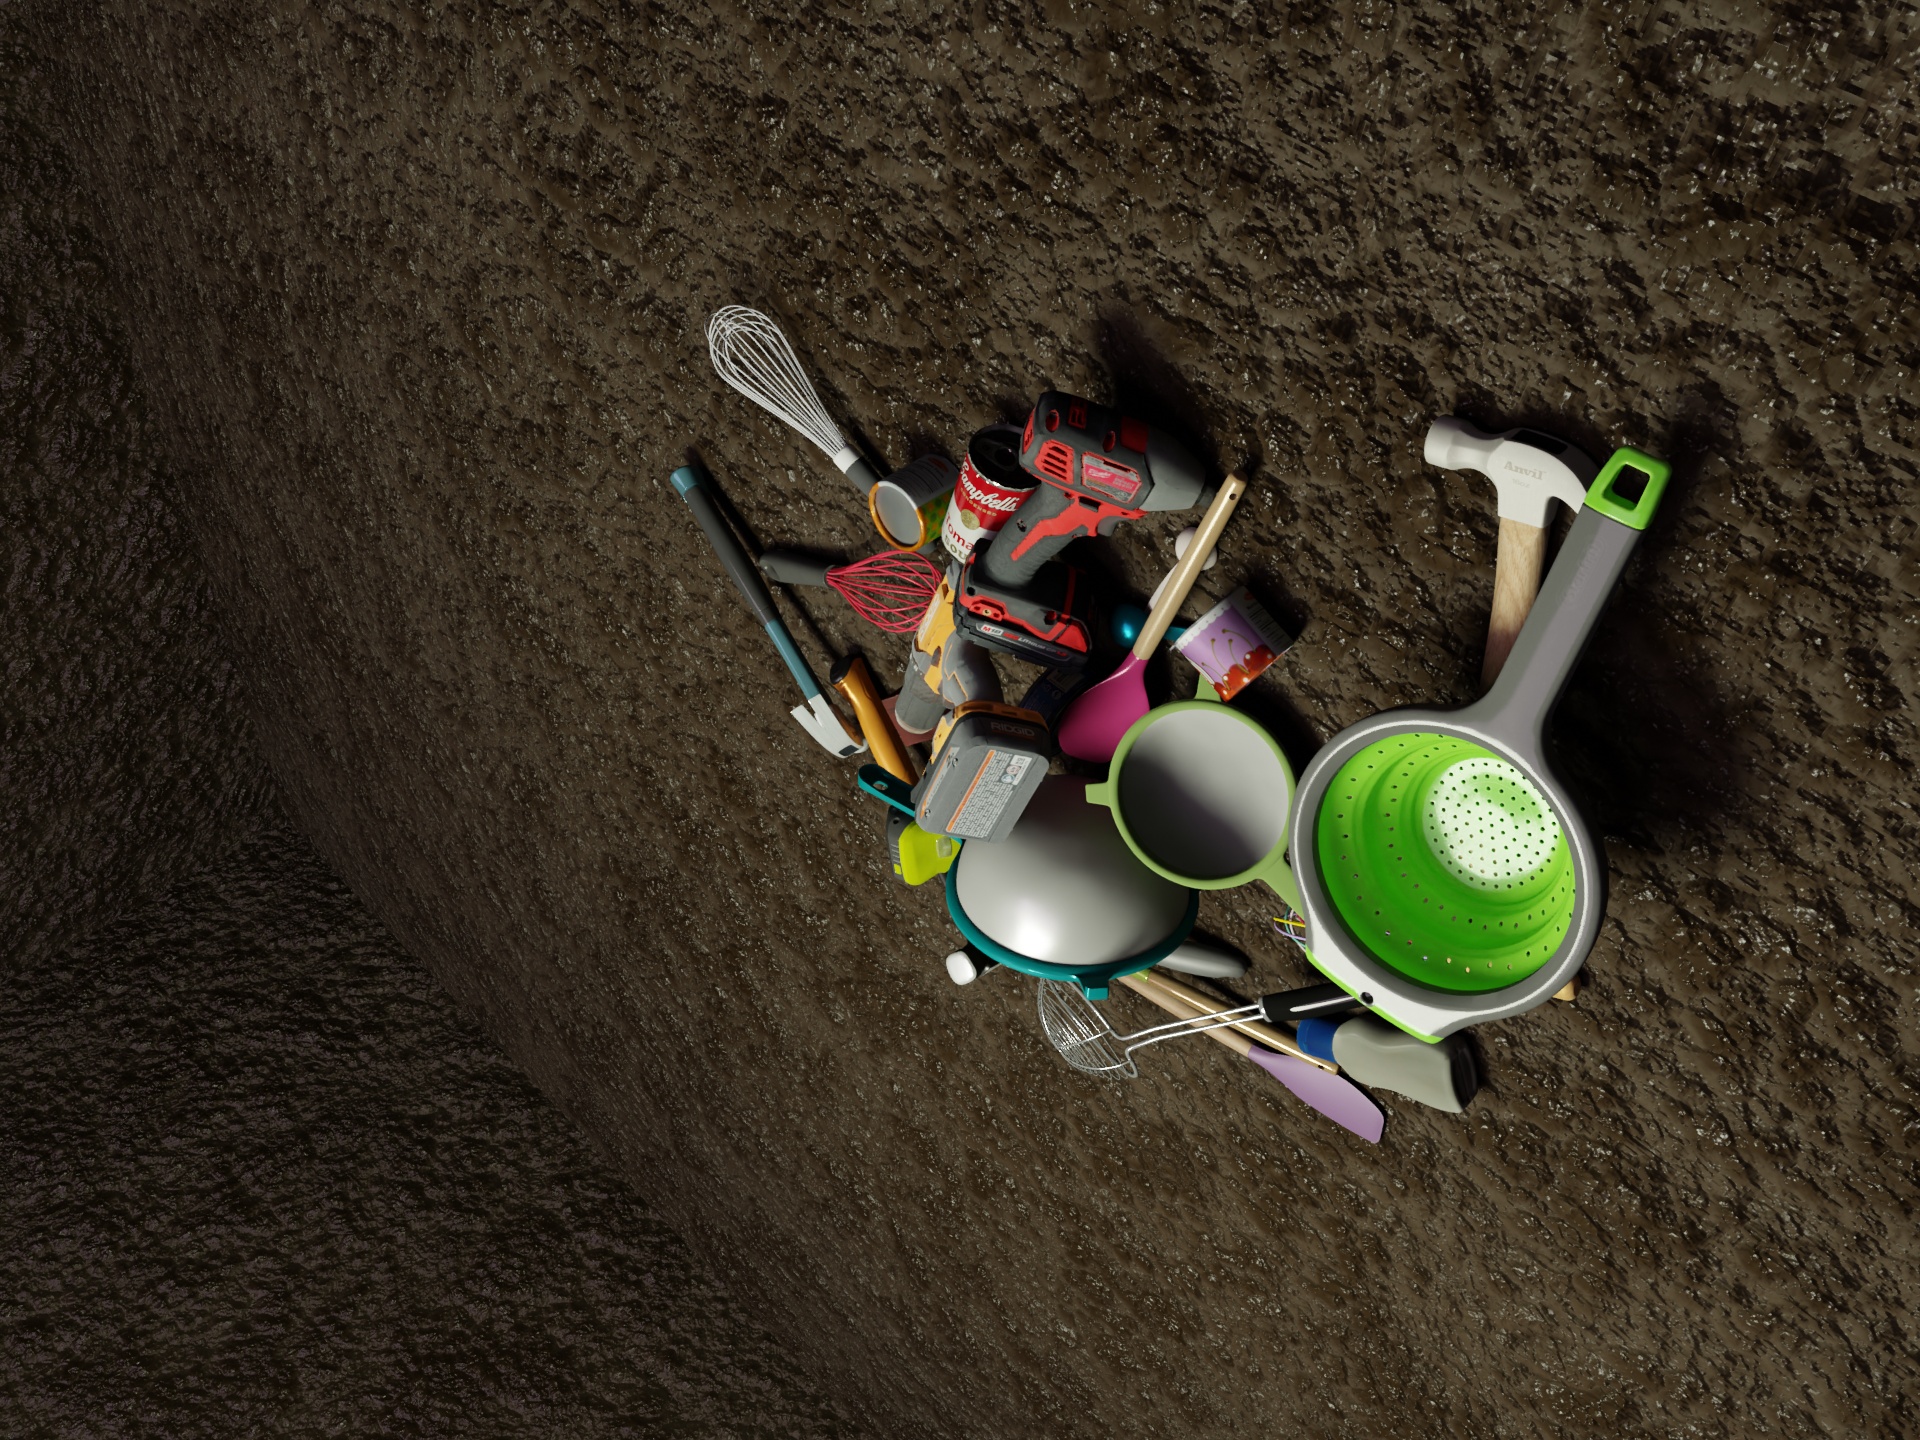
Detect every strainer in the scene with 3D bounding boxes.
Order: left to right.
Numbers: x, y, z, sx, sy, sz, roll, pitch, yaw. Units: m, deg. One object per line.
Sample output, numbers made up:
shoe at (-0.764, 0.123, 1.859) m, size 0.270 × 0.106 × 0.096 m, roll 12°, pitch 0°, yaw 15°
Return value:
strainer at (0.044, 0.084, 1.335) m, size 0.341 × 0.211 × 0.095 m, roll 27°, pitch 133°, yaw 30°
strainer at (0.232, 0.089, 1.229) m, size 0.256 × 0.069 × 0.151 m, roll 47°, pitch 117°, yaw 7°

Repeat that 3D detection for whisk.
whisk at (-0.119, -0.253, 1.388) m, size 0.284 × 0.070 × 0.070 m, roll 47°, pitch 147°, yaw 1°
whisk at (-0.107, -0.130, 1.478) m, size 0.296 × 0.073 × 0.073 m, roll 17°, pitch 132°, yaw 51°
whisk at (0.139, 0.196, 1.421) m, size 0.239 × 0.055 × 0.055 m, roll 10°, pitch 130°, yaw 21°
whisk at (0.347, 0.172, 1.203) m, size 0.245 × 0.051 × 0.047 m, roll 9°, pitch 147°, yaw 42°

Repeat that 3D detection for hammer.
hammer at (-0.193, -0.109, 1.586) m, size 0.331 × 0.033 × 0.128 m, roll 59°, pitch -172°, yaw 4°
hammer at (-0.036, 0.087, 1.562) m, size 0.034 × 0.127 × 0.337 m, roll -29°, pitch 85°, yaw 34°
hammer at (0.352, -0.030, 1.017) m, size 0.130 × 0.031 × 0.331 m, roll 26°, pitch 138°, yaw 37°

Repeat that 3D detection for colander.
colander at (0.342, 0.013, 0.976) m, size 0.205 × 0.094 × 0.396 m, roll 35°, pitch 125°, yaw 28°

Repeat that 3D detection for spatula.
spatula at (0.243, 0.285, 1.445) m, size 0.316 × 0.018 × 0.059 m, roll 28°, pitch 138°, yaw 33°

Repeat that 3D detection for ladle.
ladle at (0.202, 0.236, 1.444) m, size 0.320 × 0.062 × 0.078 m, roll 24°, pitch 135°, yaw 28°

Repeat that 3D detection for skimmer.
skimmer at (0.217, 0.239, 1.372) m, size 0.363 × 0.090 × 0.127 m, roll -20°, pitch 112°, yaw 35°

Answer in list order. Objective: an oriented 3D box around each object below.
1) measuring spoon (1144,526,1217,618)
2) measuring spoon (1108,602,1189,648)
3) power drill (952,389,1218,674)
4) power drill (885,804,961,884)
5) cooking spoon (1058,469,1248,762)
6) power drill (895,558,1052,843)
measuring spoon at (0.159, -0.100, 1.205) m, size 0.034 × 0.018 × 0.124 m, roll 45°, pitch 147°, yaw 13°
measuring spoon at (0.165, -0.060, 1.222) m, size 0.129 × 0.021 × 0.042 m, roll 17°, pitch 146°, yaw 37°
power drill at (0.087, -0.137, 1.176) m, size 0.143 × 0.079 × 0.219 m, roll 18°, pitch 140°, yaw -10°
power drill at (0.043, 0.130, 1.422) m, size 0.223 × 0.171 × 0.080 m, roll 28°, pitch 138°, yaw 39°
cooking spoon at (0.147, -0.068, 1.203) m, size 0.068 × 0.017 × 0.318 m, roll 16°, pitch 138°, yaw -8°
power drill at (-0.002, -0.004, 1.302) m, size 0.226 × 0.084 × 0.185 m, roll -99°, pitch 28°, yaw -44°
